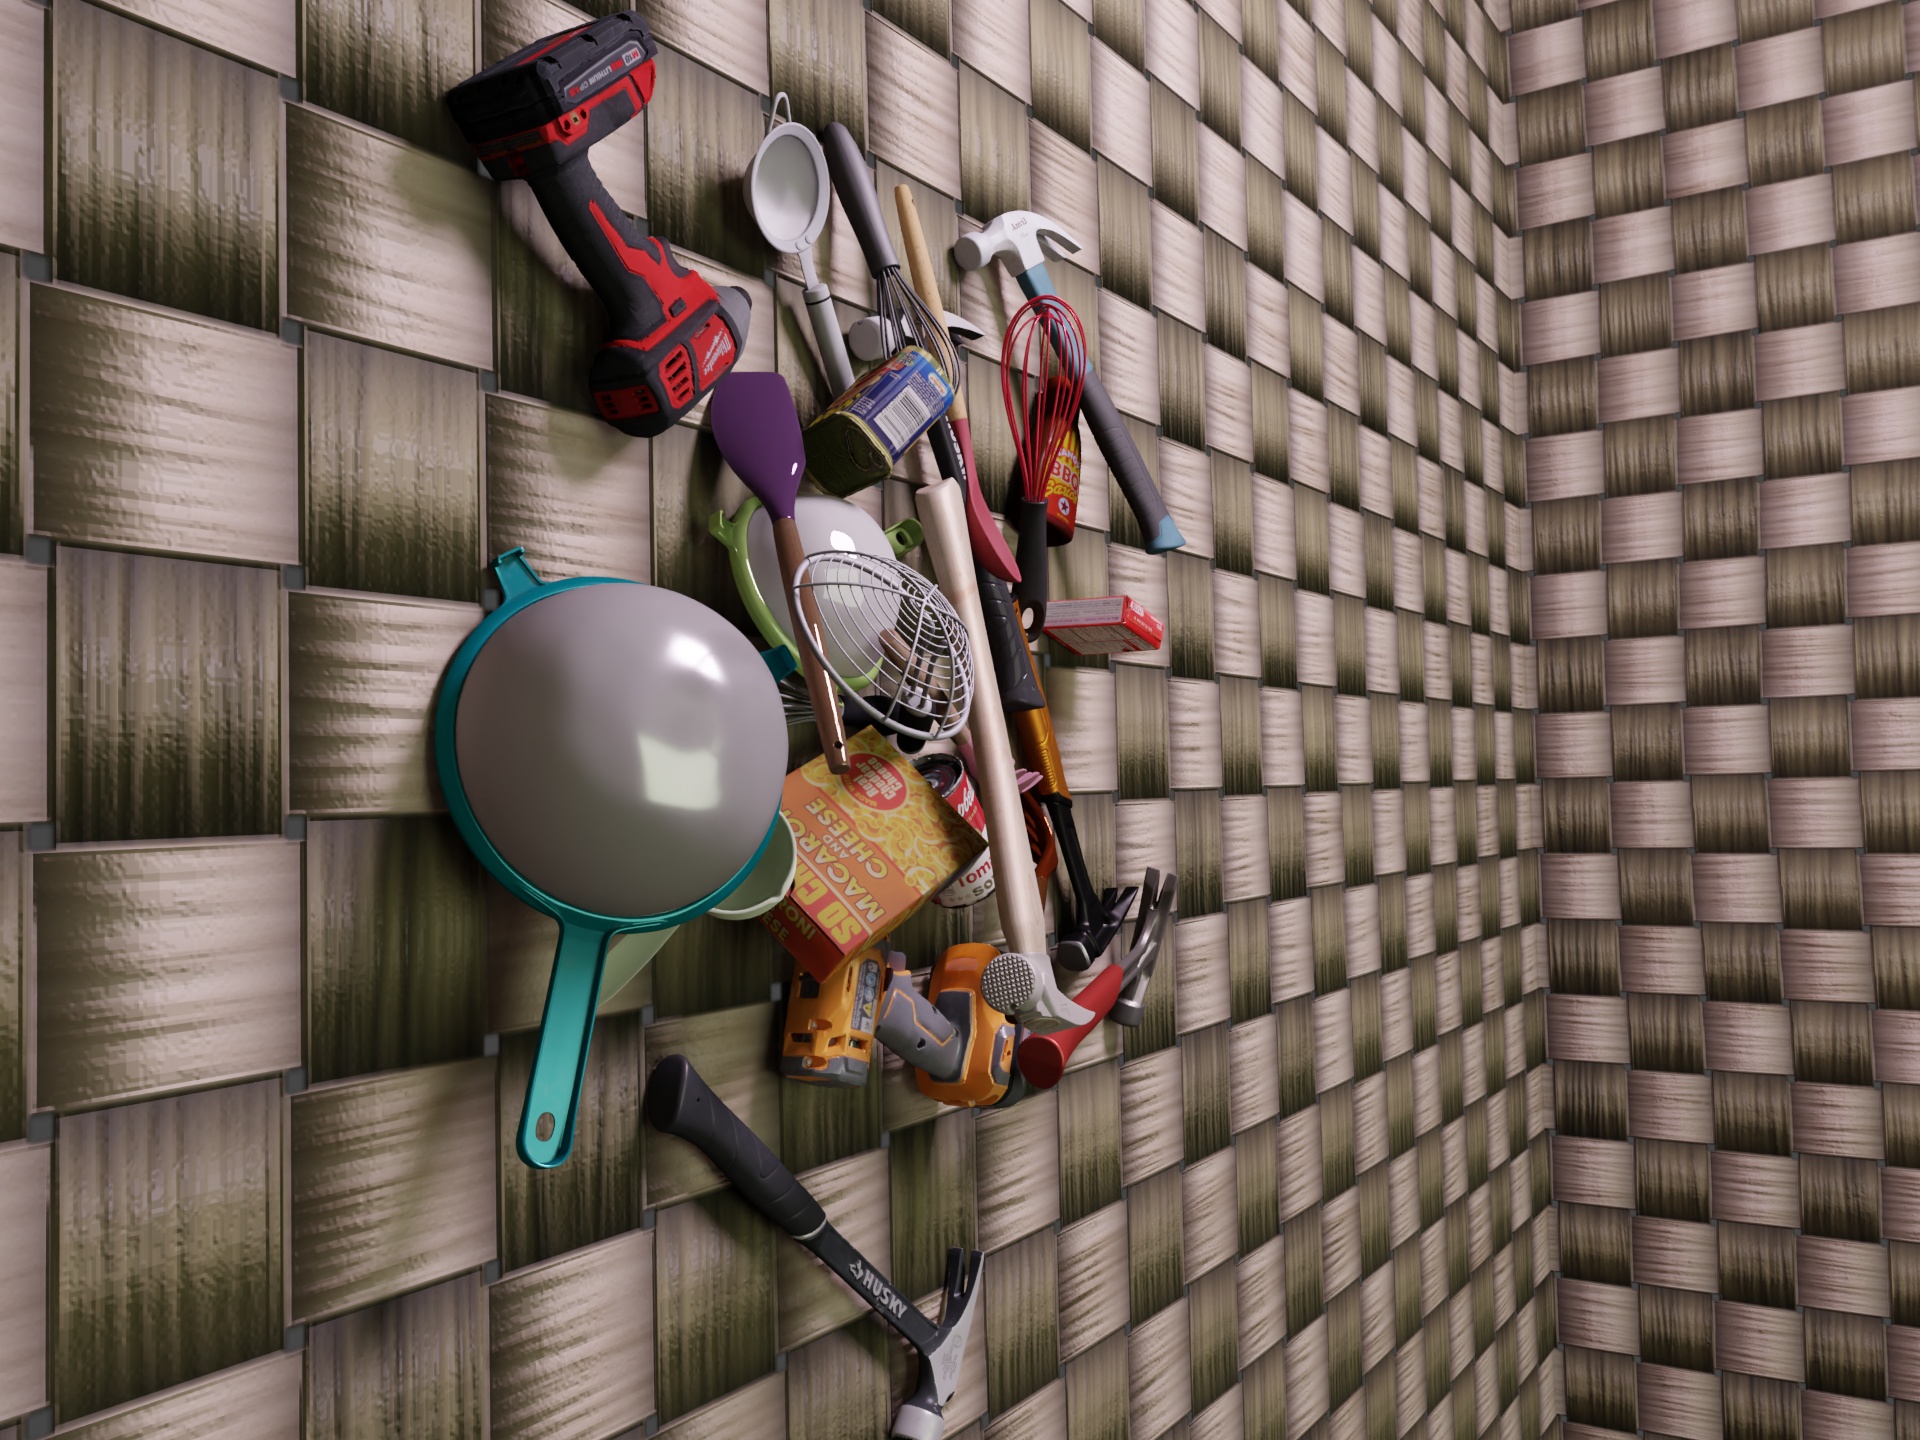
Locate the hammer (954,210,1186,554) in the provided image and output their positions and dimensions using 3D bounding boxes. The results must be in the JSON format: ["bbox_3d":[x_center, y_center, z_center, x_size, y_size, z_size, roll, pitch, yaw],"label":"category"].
[{"bbox_3d":[0.111,-0.290,1.396,0.128,0.033,0.331,-42,109,-41],"label":"hammer"}]

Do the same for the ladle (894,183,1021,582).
[{"bbox_3d":[-0.007,-0.255,1.217,0.069,0.031,0.315,-20,96,-78],"label":"ladle"}]

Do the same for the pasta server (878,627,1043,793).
[{"bbox_3d":[-0.002,-0.004,1.193,0.040,0.060,0.316,-51,154,-7],"label":"pasta server"}]

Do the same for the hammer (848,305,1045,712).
[{"bbox_3d":[0.009,-0.164,1.270,0.146,0.035,0.334,-30,106,-54],"label":"hammer"}]

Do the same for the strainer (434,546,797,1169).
[{"bbox_3d":[-0.180,0.065,0.858,0.210,0.095,0.341,20,63,-29],"label":"strainer"}]

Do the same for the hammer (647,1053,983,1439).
[{"bbox_3d":[-0.092,0.355,1.102,0.408,0.036,0.149,57,42,-37],"label":"hammer"}]

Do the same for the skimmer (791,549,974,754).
[{"bbox_3d":[-0.049,-0.013,1.005,0.090,0.363,0.127,-34,81,-11],"label":"skimmer"}]

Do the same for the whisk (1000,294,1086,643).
[{"bbox_3d":[0.064,-0.202,1.319,0.073,0.073,0.295,-33,132,-53],"label":"whisk"}]

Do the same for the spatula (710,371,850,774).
[{"bbox_3d":[-0.109,-0.104,1.007,0.059,0.018,0.316,-5,60,-19],"label":"spatula"}]

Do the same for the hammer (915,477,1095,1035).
[{"bbox_3d":[0.023,0.016,1.122,0.146,0.038,0.411,42,34,-62],"label":"hammer"}]

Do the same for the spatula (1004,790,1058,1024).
[{"bbox_3d":[0.048,0.139,1.221,0.323,0.041,0.081,-71,152,-66],"label":"spatula"}]

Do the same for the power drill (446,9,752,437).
[{"bbox_3d":[-0.199,-0.297,0.959,0.143,0.078,0.219,-56,135,-42],"label":"power drill"}]

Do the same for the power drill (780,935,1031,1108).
[{"bbox_3d":[-0.036,0.186,1.167,0.226,0.084,0.185,28,62,-48],"label":"power drill"}]

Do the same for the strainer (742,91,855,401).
[{"bbox_3d":[-0.108,-0.310,1.131,0.087,0.050,0.258,-46,130,-41],"label":"strainer"}]

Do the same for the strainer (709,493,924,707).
[{"bbox_3d":[-0.063,-0.116,1.125,0.151,0.069,0.256,58,29,-6],"label":"strainer"}]

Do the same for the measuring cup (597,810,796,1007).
[{"bbox_3d":[-0.169,0.117,0.971,0.167,0.083,0.038,-45,169,-13],"label":"measuring cup"}]

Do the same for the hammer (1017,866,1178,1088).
[{"bbox_3d":[0.118,0.222,1.326,0.359,0.037,0.149,-12,116,-71],"label":"hammer"}]

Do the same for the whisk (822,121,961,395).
[{"bbox_3d":[-0.056,-0.331,1.165,0.055,0.055,0.239,-11,78,-57],"label":"whisk"}]

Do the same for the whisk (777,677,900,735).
[{"bbox_3d":[-0.110,-0.012,1.089,0.284,0.070,0.070,7,82,-61],"label":"whisk"}]

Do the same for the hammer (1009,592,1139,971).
[{"bbox_3d":[0.082,0.045,1.390,0.127,0.034,0.336,-45,123,-53],"label":"hammer"}]
